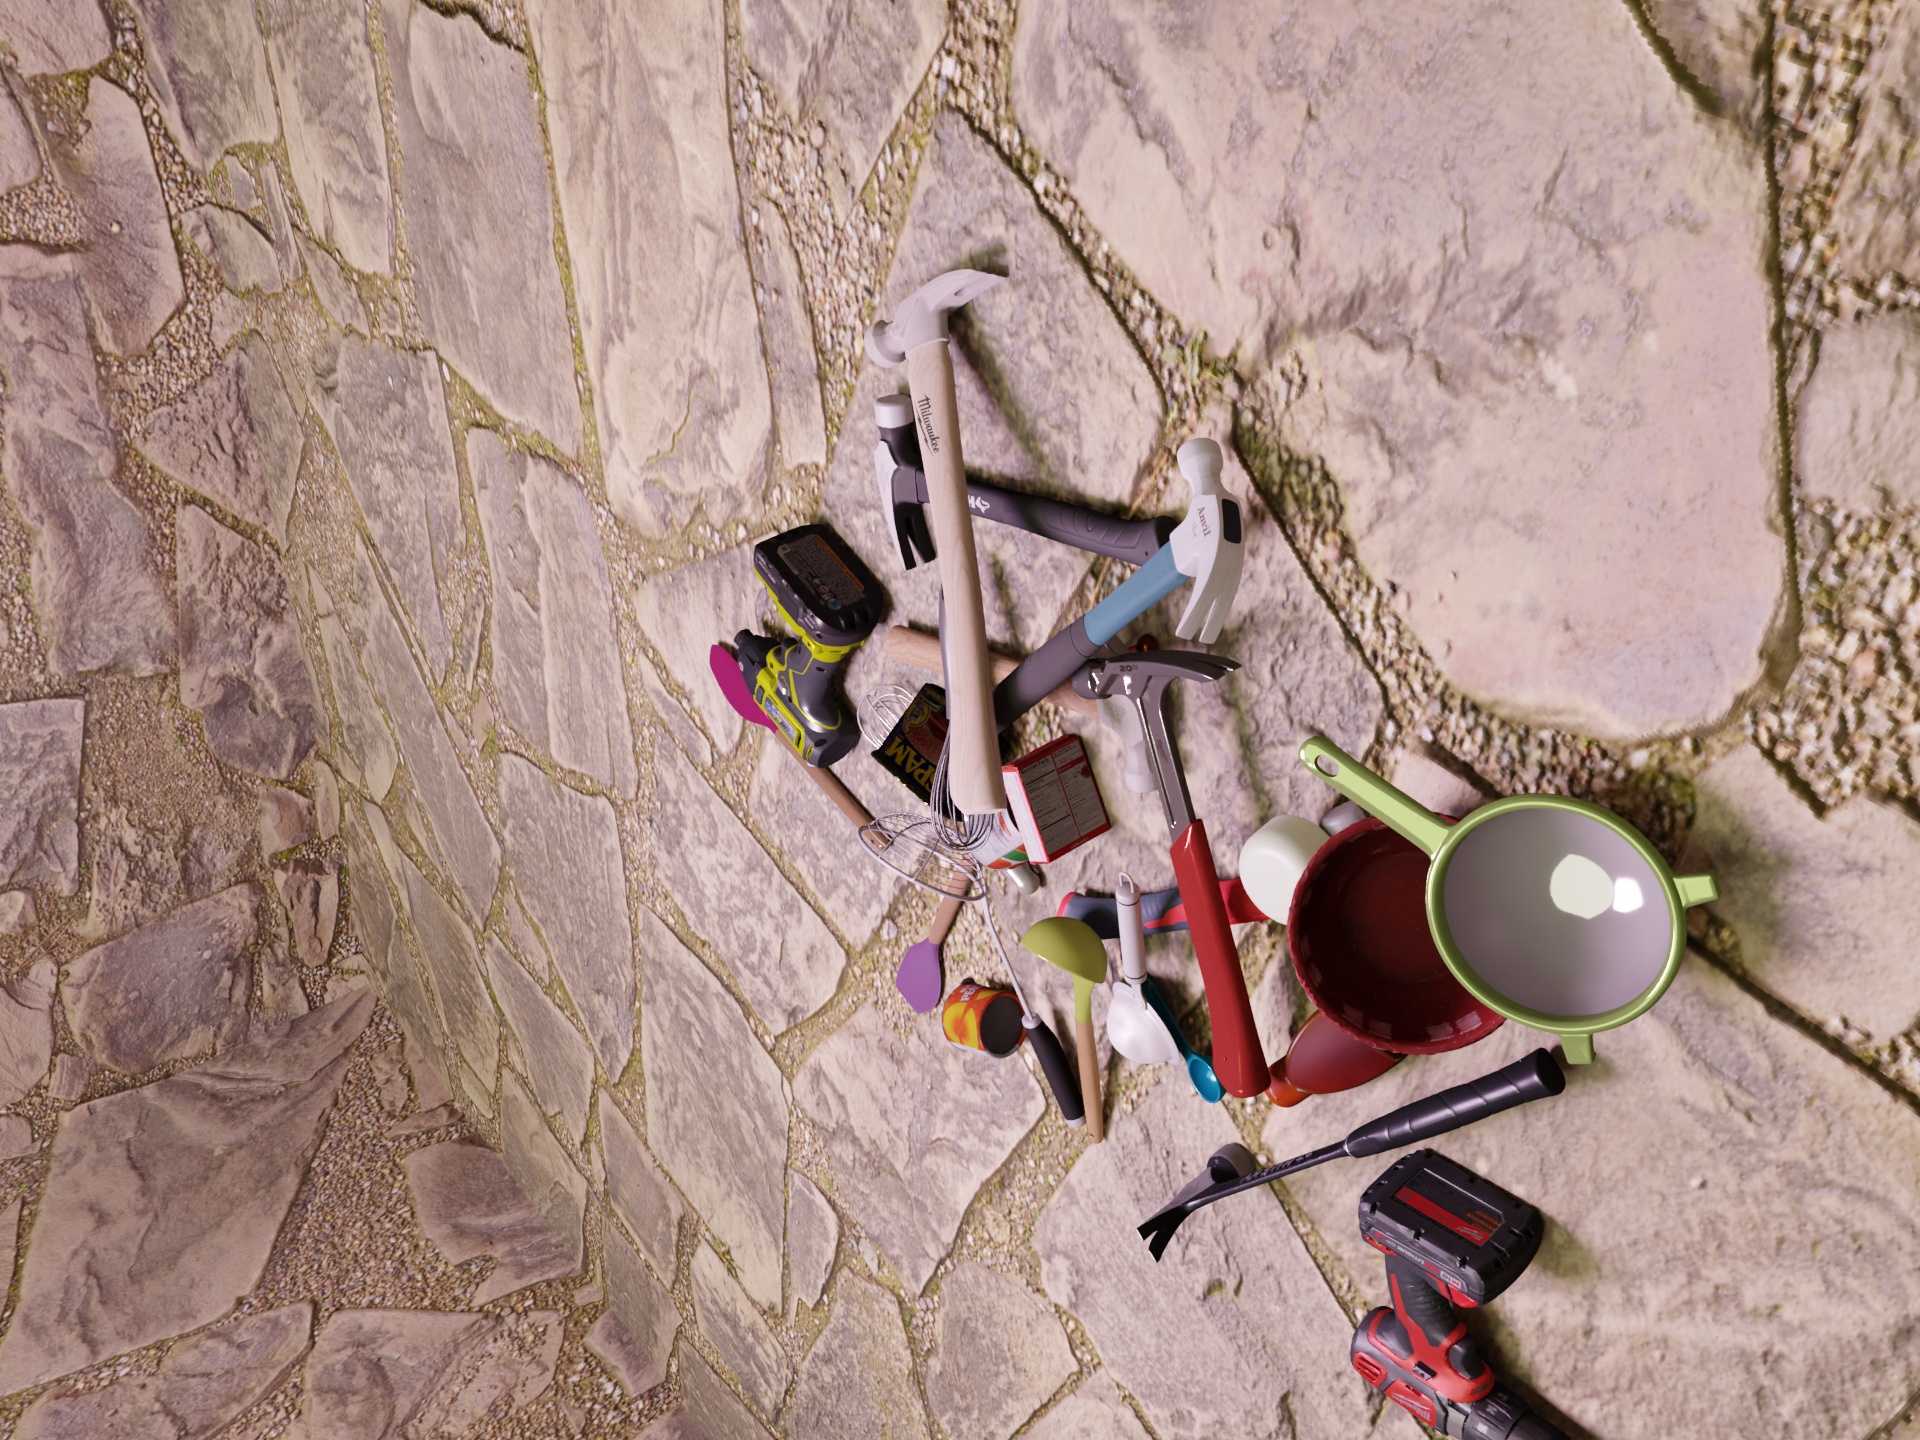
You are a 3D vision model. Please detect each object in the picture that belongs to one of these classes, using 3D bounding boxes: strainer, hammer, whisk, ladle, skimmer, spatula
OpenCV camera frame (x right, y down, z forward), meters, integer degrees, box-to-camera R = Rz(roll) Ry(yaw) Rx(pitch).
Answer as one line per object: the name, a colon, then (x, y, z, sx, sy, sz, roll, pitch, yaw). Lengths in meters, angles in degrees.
strainer: (0.328, 0.081, 0.989, 0.256, 0.069, 0.151, 37, 122, 24)
hammer: (0.284, 0.320, 1.189, 0.036, 0.149, 0.409, 58, 139, 9)
hammer: (0.205, 0.159, 1.254, 0.386, 0.038, 0.143, -21, 96, 56)
whisk: (-0.010, 0.064, 1.473, 0.246, 0.059, 0.057, 50, -178, 13)
hammer: (0.184, 0.120, 1.187, 0.149, 0.036, 0.359, 3, 114, 52)
hammer: (0.048, -0.161, 1.260, 0.335, 0.035, 0.146, 24, 128, 44)
ladle: (0.104, 0.289, 1.418, 0.078, 0.062, 0.319, 26, 142, 34)
hammer: (0.002, -0.135, 1.214, 0.146, 0.038, 0.411, -17, 77, 51)
hammer: (0.090, -0.061, 1.160, 0.331, 0.033, 0.128, -40, 50, 46)
hammer: (0.043, -0.039, 1.337, 0.331, 0.031, 0.130, 19, 128, 49)
strainer: (0.143, 0.214, 1.316, 0.087, 0.050, 0.258, 40, 151, 42)
skimmer: (0.017, 0.241, 1.479, 0.127, 0.090, 0.363, -120, 6, -73)
whisk: (-0.002, -0.004, 1.337, 0.055, 0.055, 0.239, 8, 103, 51)
spatula: (-0.018, 0.207, 1.598, 0.060, 0.018, 0.315, 47, 144, 22)

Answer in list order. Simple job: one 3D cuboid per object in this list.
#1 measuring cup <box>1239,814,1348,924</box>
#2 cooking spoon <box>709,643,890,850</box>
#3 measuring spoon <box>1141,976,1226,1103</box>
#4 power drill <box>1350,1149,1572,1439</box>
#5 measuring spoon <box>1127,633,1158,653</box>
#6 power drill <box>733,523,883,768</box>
measuring cup: (0.250, 0.149, 1.118, 0.083, 0.038, 0.167, -21, 94, 56)
cooking spoon: (-0.176, 0.028, 1.694, 0.319, 0.017, 0.068, 46, 143, 26)
measuring spoon: (0.193, 0.267, 1.363, 0.129, 0.021, 0.042, 59, 152, 24)
power drill: (0.378, 0.453, 1.180, 0.188, 0.080, 0.226, 24, 132, 44)
measuring spoon: (0.119, -0.041, 1.261, 0.117, 0.011, 0.021, -32, 84, 56)
power drill: (-0.158, -0.078, 1.553, 0.171, 0.080, 0.223, 49, 146, 21)
